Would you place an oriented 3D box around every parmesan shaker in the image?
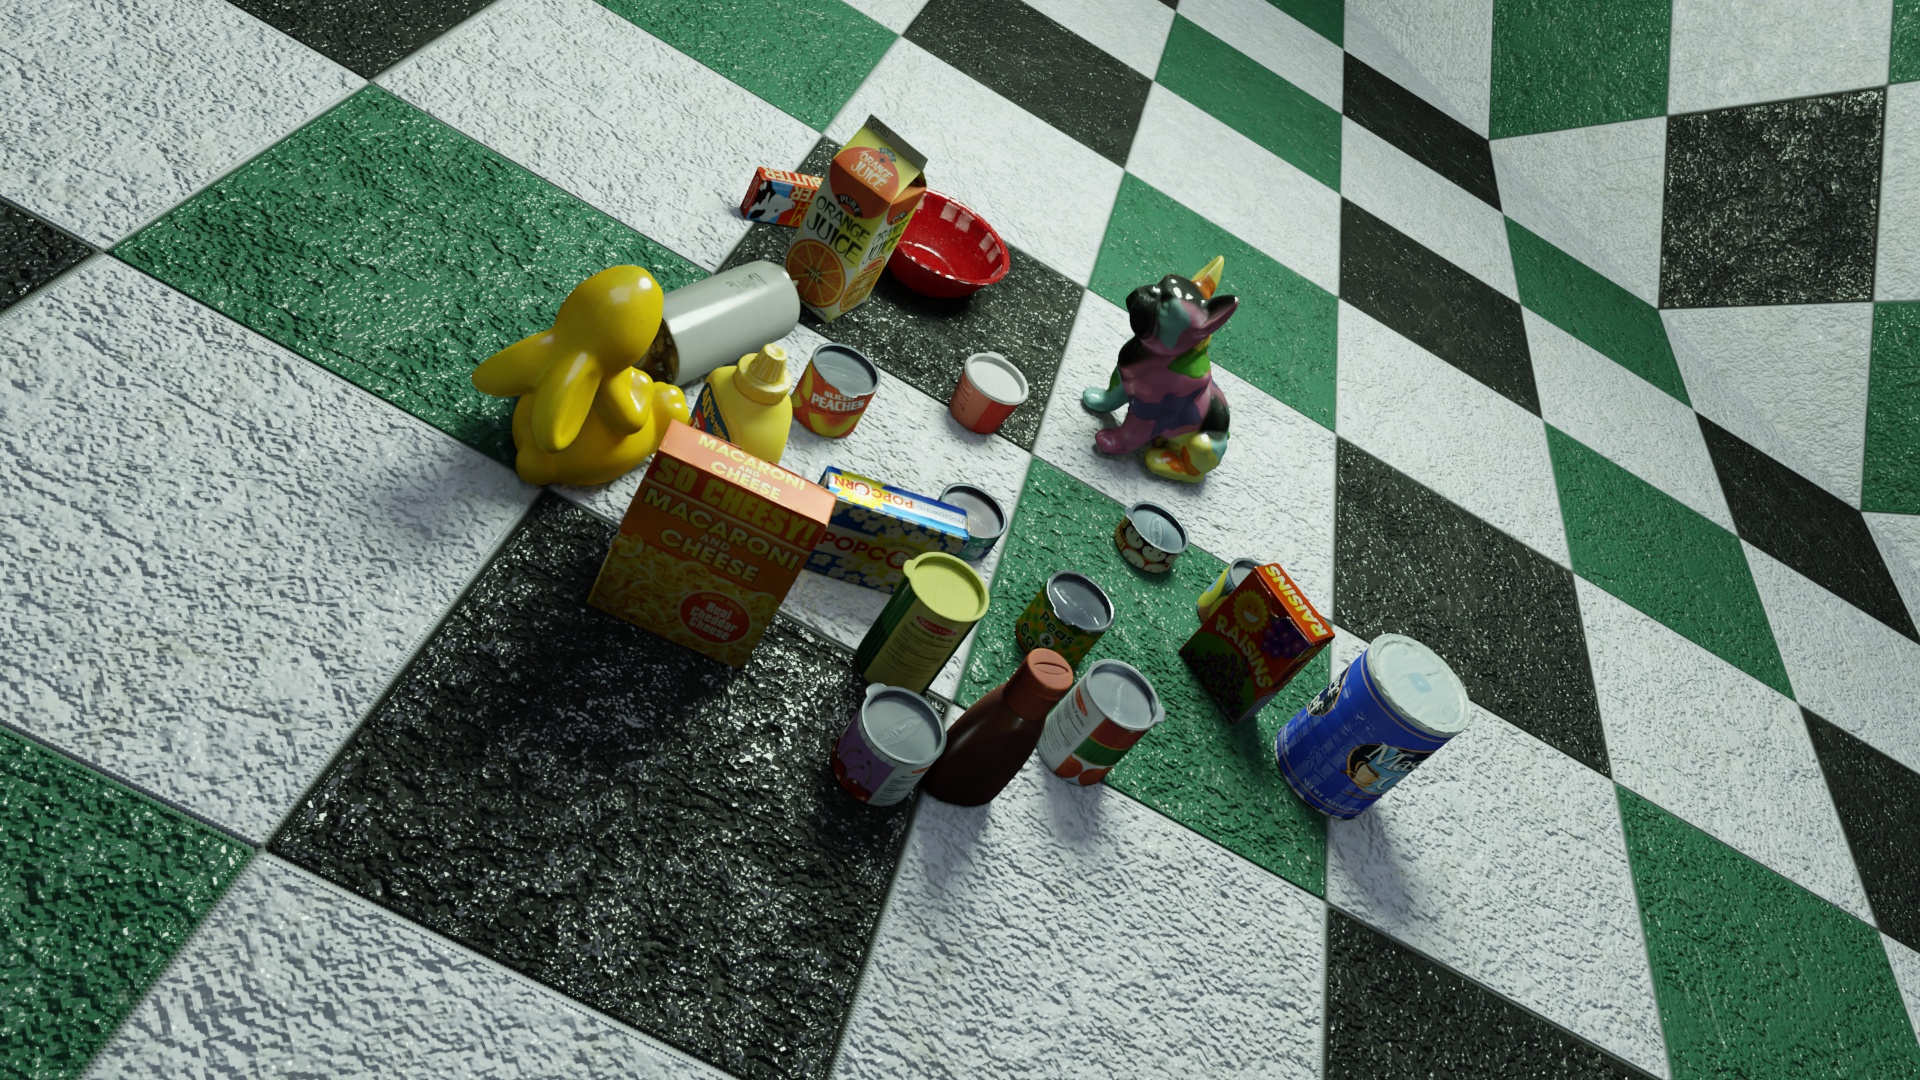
[{"bbox_3d":[-0.033,0.065,1.061,0.071,0.102,0.072,20,41,-18],"label":"parmesan shaker"}]

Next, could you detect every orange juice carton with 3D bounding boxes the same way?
[{"bbox_3d":[-0.098,-0.309,1.327,0.072,0.191,0.073,40,39,6],"label":"orange juice carton"}]

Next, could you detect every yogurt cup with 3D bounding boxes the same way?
[{"bbox_3d":[0.024,-0.140,1.351,0.072,0.053,0.073,20,41,-18],"label":"yogurt cup"}]

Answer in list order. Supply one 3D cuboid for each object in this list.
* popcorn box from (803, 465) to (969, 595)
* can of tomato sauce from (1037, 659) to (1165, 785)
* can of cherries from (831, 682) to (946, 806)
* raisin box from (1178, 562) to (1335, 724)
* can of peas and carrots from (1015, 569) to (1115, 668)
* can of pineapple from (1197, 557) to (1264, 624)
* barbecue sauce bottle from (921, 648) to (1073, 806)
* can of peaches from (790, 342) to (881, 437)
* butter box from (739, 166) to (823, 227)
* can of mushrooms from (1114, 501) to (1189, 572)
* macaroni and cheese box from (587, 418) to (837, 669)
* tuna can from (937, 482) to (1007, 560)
[{"bbox_3d":[-0.067,-0.003,1.121,0.127,0.084,0.038,18,42,-20],"label":"popcorn box"},{"bbox_3d":[0.109,0.145,1.096,0.071,0.082,0.071,20,41,-18],"label":"can of tomato sauce"},{"bbox_3d":[-0.053,0.146,0.999,0.071,0.058,0.072,20,41,-18],"label":"can of cherries"},{"bbox_3d":[0.259,0.091,1.226,0.040,0.122,0.086,-10,56,-41],"label":"raisin box"},{"bbox_3d":[0.087,0.069,1.177,0.071,0.058,0.071,20,41,-18],"label":"can of peas and carrots"},{"bbox_3d":[0.266,0.060,1.314,0.071,0.057,0.071,20,41,-18],"label":"can of pineapple"},{"bbox_3d":[0.030,0.135,0.997,0.065,0.147,0.044,12,44,-26],"label":"barbecue sauce bottle"},{"bbox_3d":[-0.113,-0.132,1.243,0.071,0.057,0.071,20,41,-18],"label":"can of peaches"},{"bbox_3d":[-0.170,-0.350,1.430,0.104,0.052,0.024,1,50,-35],"label":"butter box"},{"bbox_3d":[0.182,-0.004,1.340,0.071,0.033,0.071,20,41,-18],"label":"can of mushrooms"},{"bbox_3d":[-0.176,0.006,0.971,0.124,0.165,0.040,25,40,-12],"label":"macaroni and cheese box"},{"bbox_3d":[0.004,-0.015,1.226,0.071,0.032,0.071,20,41,-18],"label":"tuna can"}]
